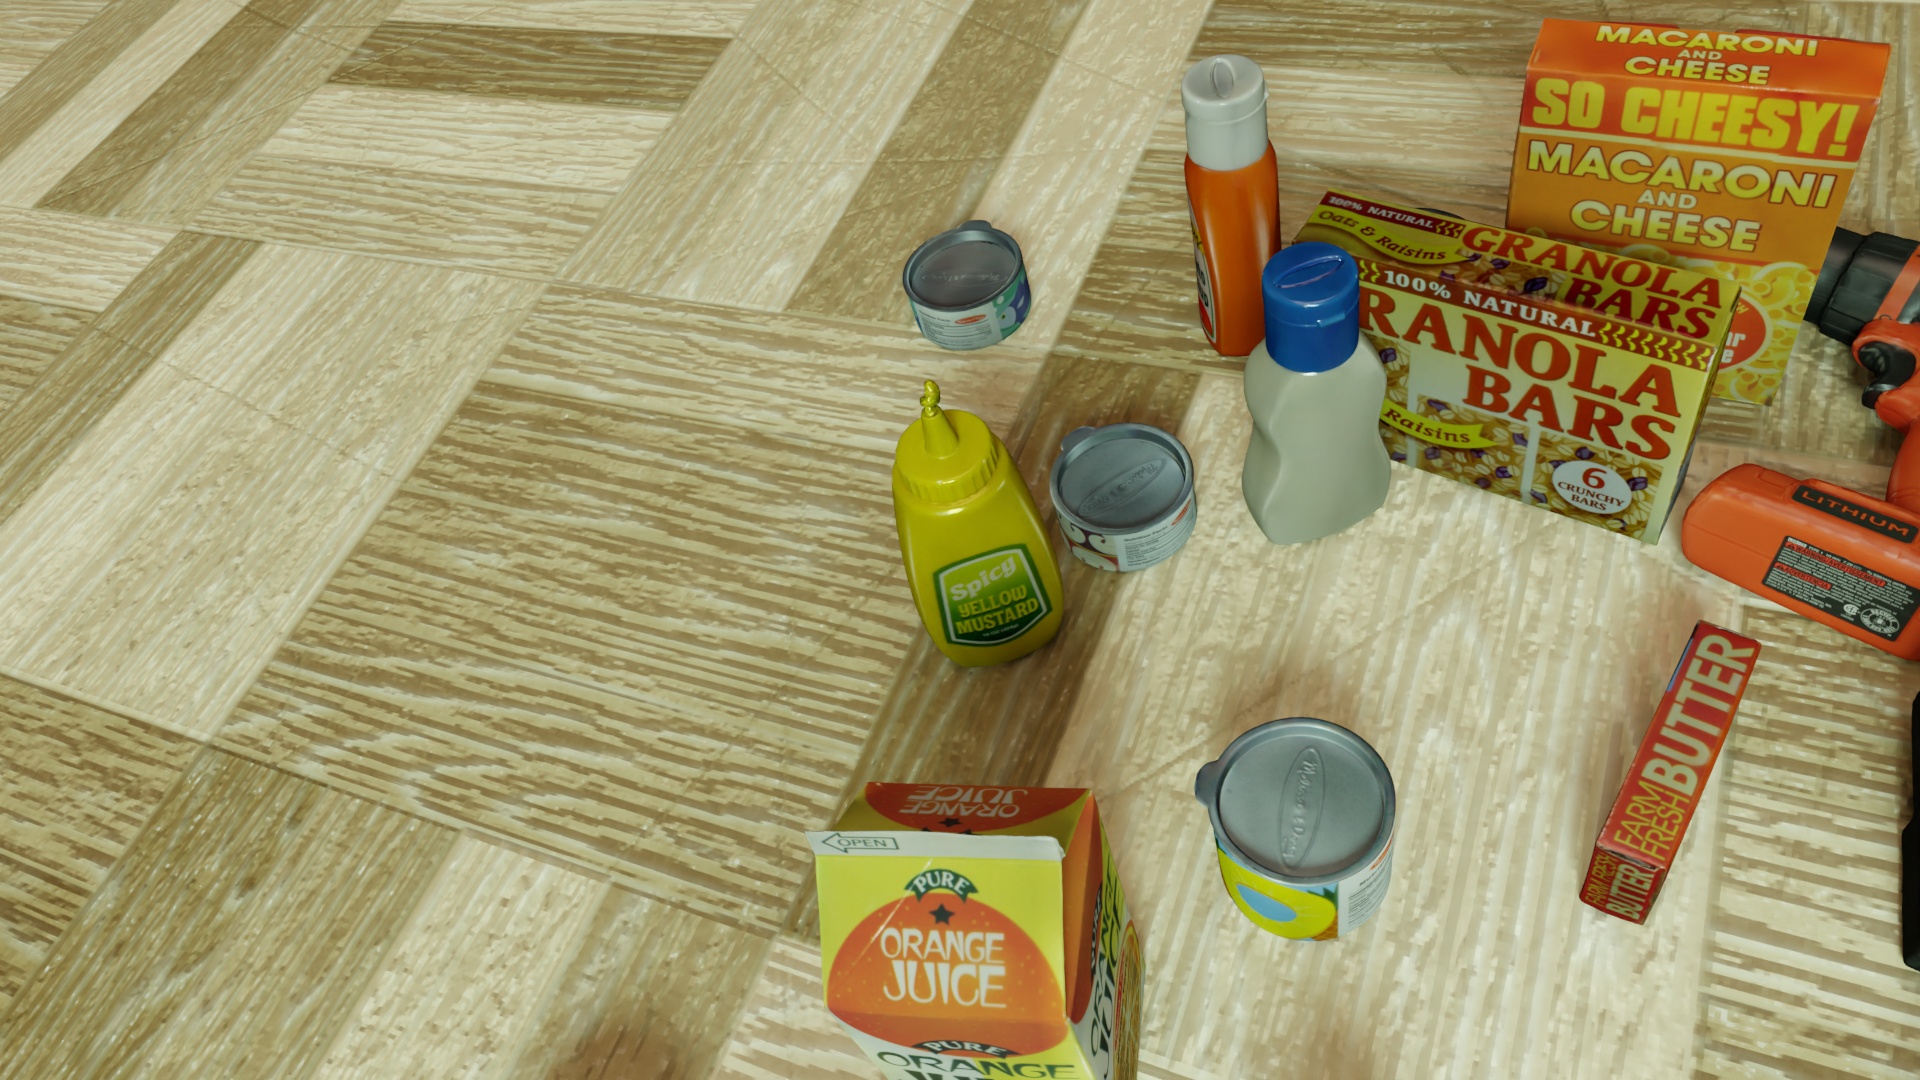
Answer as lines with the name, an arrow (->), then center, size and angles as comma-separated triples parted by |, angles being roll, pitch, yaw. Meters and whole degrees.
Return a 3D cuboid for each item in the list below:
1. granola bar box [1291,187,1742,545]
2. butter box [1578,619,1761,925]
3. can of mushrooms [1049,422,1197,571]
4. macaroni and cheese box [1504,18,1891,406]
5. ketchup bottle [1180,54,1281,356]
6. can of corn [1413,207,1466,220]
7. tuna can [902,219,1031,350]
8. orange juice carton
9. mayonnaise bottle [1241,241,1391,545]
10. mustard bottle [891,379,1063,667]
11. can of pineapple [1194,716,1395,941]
granola bar box -> 0.226, -0.074, 0.589 | 0.166, 0.123, 0.039 | 23, 62, 29
butter box -> 0.258, 0.084, 0.505 | 0.024, 0.053, 0.104 | 23, 62, 29
can of mushrooms -> 0.075, -0.022, 0.647 | 0.071, 0.033, 0.071 | -7, 52, 10
macaroni and cheese box -> 0.299, -0.137, 0.590 | 0.124, 0.165, 0.040 | 15, 59, 25
ketchup bottle -> 0.131, -0.159, 0.664 | 0.043, 0.148, 0.065 | -8, 52, 10
can of corn -> 0.213, -0.117, 0.667 | 0.071, 0.058, 0.071 | -7, 52, 10
tuna can -> 0.005, -0.139, 0.757 | 0.071, 0.032, 0.071 | -7, 52, 10
orange juice carton -> 0.012, 0.134, 0.443 | 0.072, 0.191, 0.073 | -1, 54, 15
mayonnaise bottle -> 0.148, -0.059, 0.583 | 0.065, 0.147, 0.041 | -21, 51, -1
mustard bottle -> 0.002, -0.007, 0.575 | 0.065, 0.159, 0.049 | -19, 51, 1
can of pineapple -> 0.126, 0.108, 0.519 | 0.071, 0.057, 0.071 | -7, 52, 10
